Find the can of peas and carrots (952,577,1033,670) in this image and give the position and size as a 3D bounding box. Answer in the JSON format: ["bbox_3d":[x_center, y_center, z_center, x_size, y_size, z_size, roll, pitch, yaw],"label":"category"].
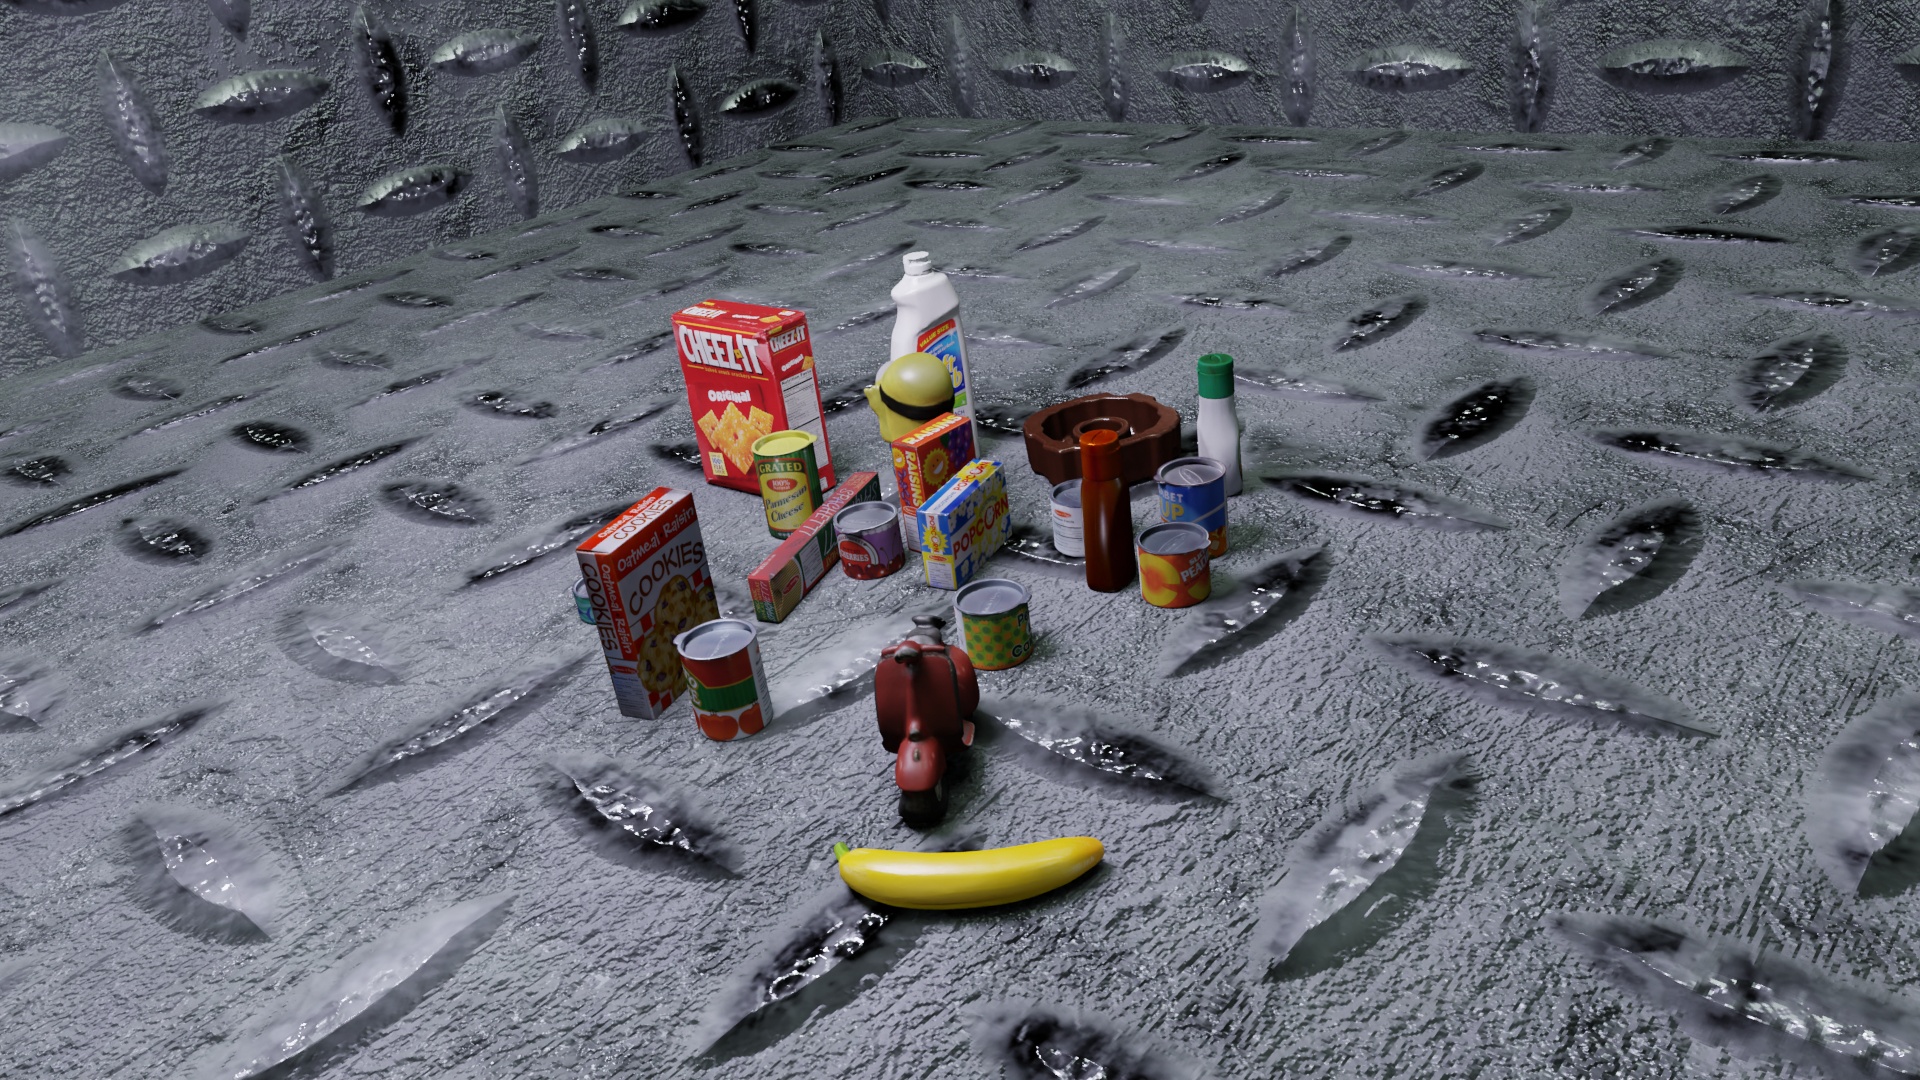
[{"bbox_3d":[0.032,0.073,1.226,0.071,0.058,0.071,-6,26,3],"label":"can of peas and carrots"}]

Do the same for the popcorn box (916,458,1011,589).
[{"bbox_3d":[0.005,-0.017,1.387,0.038,0.084,0.127,6,30,27],"label":"popcorn box"}]

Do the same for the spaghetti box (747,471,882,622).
[{"bbox_3d":[-0.144,0.001,1.431,0.028,0.050,0.251,3,28,22],"label":"spaghetti box"}]

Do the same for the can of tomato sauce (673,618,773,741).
[{"bbox_3d":[-0.200,0.118,1.175,0.071,0.082,0.071,-6,26,3],"label":"can of tomato sauce"}]

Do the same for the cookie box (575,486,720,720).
[{"bbox_3d":[-0.270,0.054,1.229,0.040,0.166,0.123,4,29,24],"label":"cookie box"}]

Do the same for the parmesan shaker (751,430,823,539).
[{"bbox_3d":[-0.182,-0.060,1.505,0.071,0.102,0.071,-7,26,3],"label":"parmesan shaker"}]

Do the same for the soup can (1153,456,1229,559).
[{"bbox_3d":[0.225,-0.030,1.352,0.071,0.083,0.071,-6,26,3],"label":"soup can"}]

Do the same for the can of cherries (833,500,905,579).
[{"bbox_3d":[-0.094,0.001,1.409,0.071,0.058,0.072,-6,26,3],"label":"can of cherries"}]

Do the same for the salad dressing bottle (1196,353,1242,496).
[{"bbox_3d":[0.269,-0.120,1.449,0.044,0.147,0.064,-7,26,2],"label":"salad dressing bottle"}]

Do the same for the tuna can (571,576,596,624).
[{"bbox_3d":[-0.354,0.056,1.399,0.071,0.032,0.071,-6,26,3],"label":"tuna can"}]

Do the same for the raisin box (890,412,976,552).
[{"bbox_3d":[-0.022,-0.059,1.434,0.040,0.122,0.086,16,35,41],"label":"raisin box"}]

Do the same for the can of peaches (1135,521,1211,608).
[{"bbox_3d":[0.199,0.023,1.282,0.071,0.057,0.071,-6,26,3],"label":"can of peaches"}]

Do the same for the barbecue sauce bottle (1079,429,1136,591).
[{"bbox_3d":[0.137,-0.030,1.303,0.043,0.147,0.065,6,29,26],"label":"barbecue sauce bottle"}]

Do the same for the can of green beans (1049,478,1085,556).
[{"bbox_3d":[0.125,-0.023,1.396,0.071,0.057,0.071,-6,26,3],"label":"can of green beans"}]
